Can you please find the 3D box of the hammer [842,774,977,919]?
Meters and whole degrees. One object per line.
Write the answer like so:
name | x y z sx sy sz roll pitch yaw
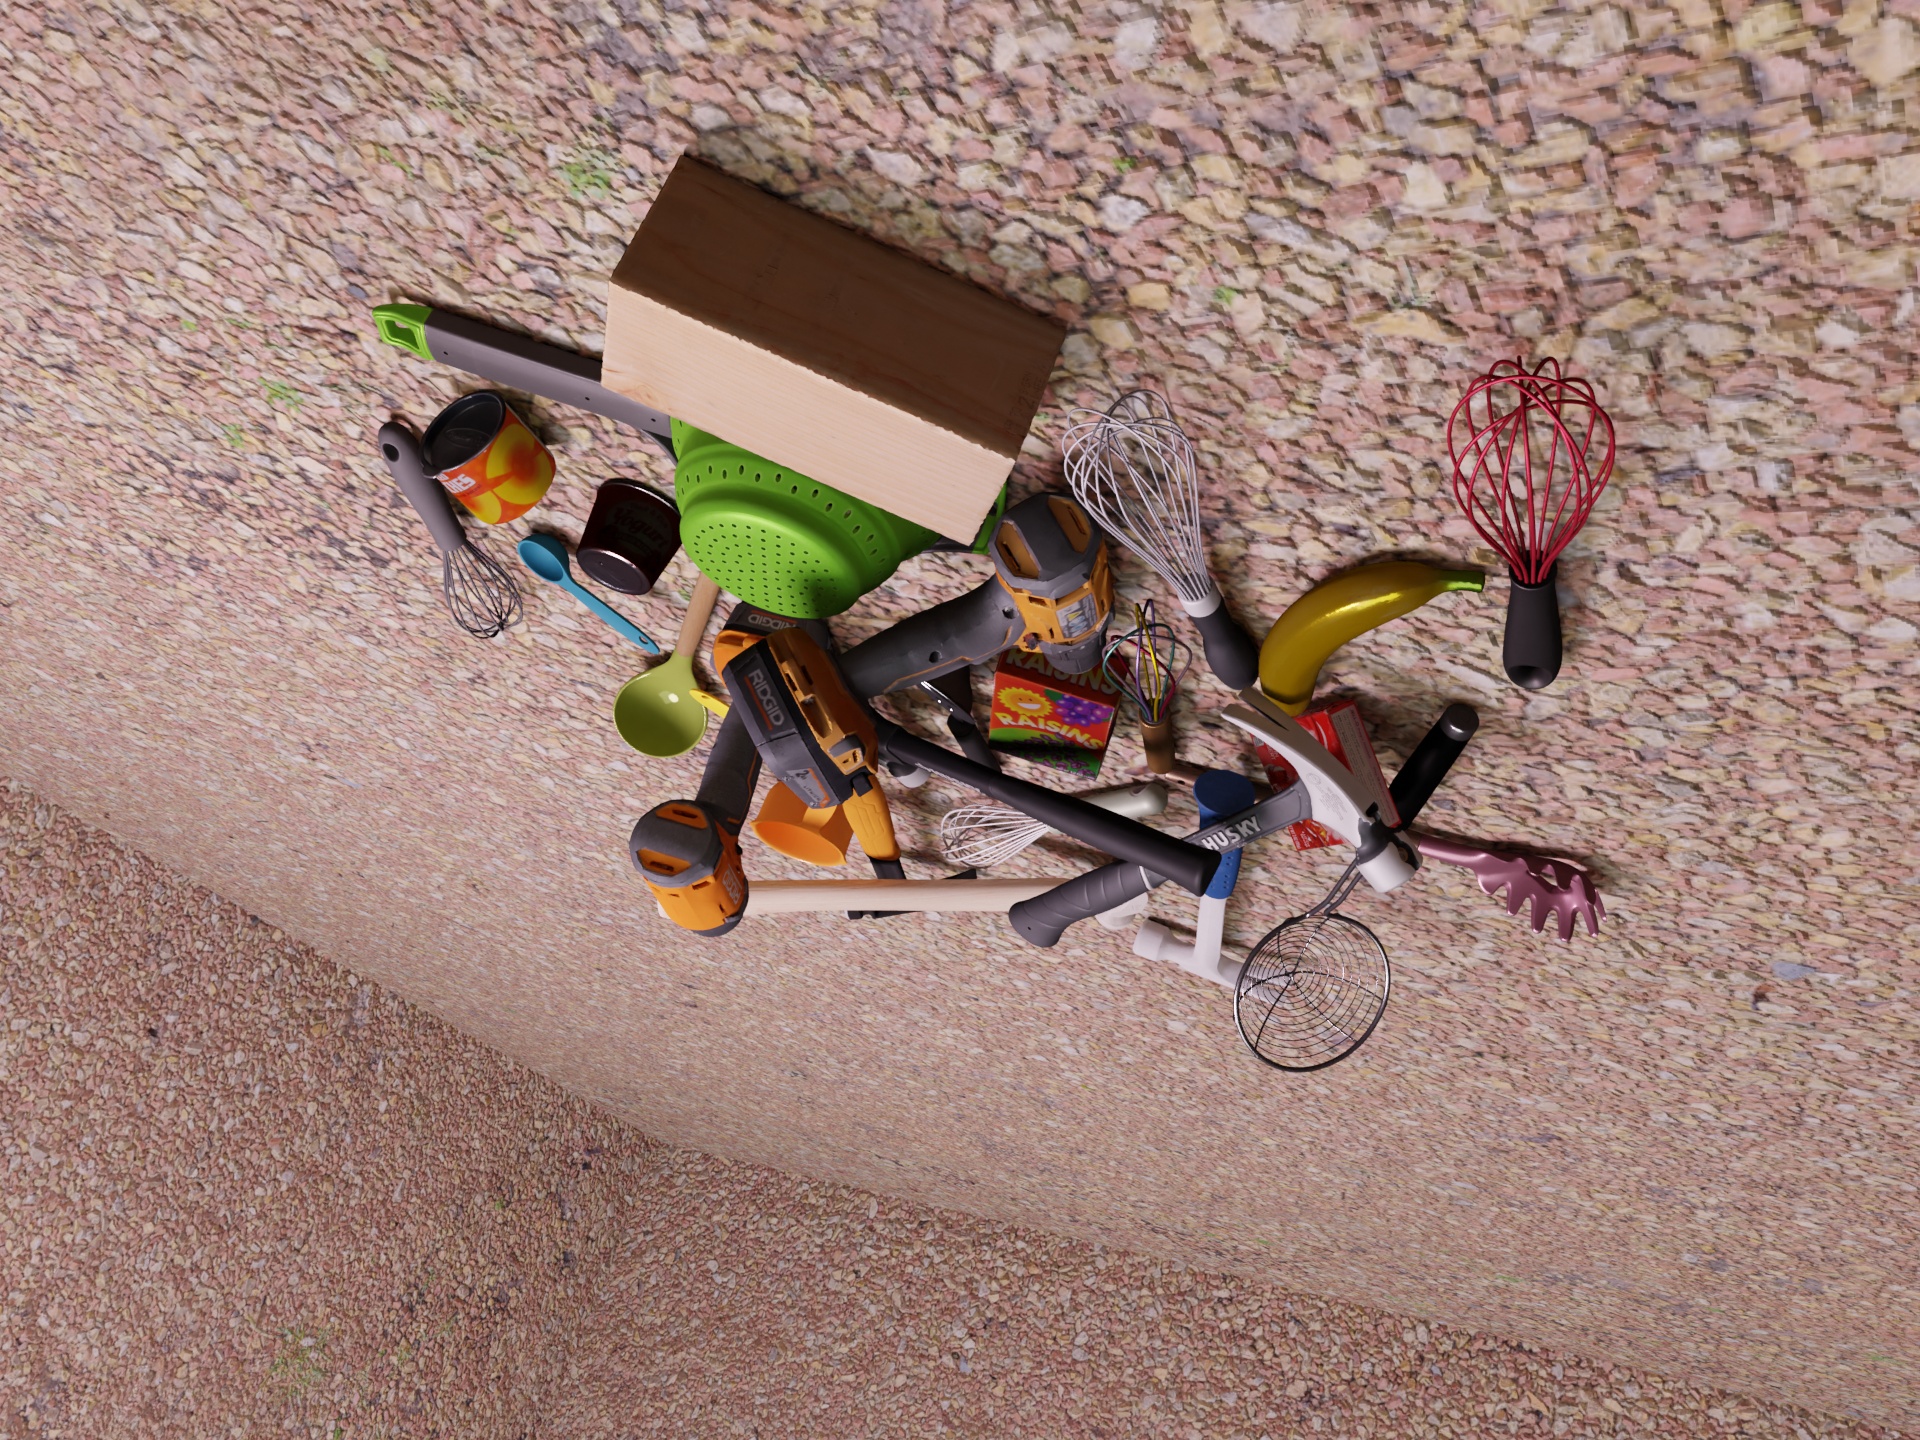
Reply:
hammer | -0.061 0.101 1.338 0.127 0.034 0.336 -8 156 3

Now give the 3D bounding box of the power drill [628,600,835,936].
power drill | -0.160 0.045 1.158 0.084 0.227 0.164 15 154 12

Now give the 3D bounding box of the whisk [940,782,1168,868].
whisk | 0.071 0.082 1.281 0.246 0.058 0.059 -16 107 46

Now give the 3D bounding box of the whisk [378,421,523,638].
whisk | -0.380 -0.136 1.178 0.055 0.055 0.238 13 150 14

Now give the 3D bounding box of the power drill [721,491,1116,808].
power drill | -0.010 -0.035 0.947 0.226 0.084 0.185 -29 160 0

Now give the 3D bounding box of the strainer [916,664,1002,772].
strainer | -0.002 -0.004 1.169 0.087 0.050 0.258 36 169 26

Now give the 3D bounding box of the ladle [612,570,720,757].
ladle | -0.207 -0.055 1.199 0.078 0.062 0.320 22 152 -9

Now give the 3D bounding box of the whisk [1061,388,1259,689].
whisk | 0.126 -0.087 0.893 0.070 0.070 0.284 5 156 29

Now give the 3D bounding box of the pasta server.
pasta server | 0.297 0.085 1.129 0.316 0.040 0.060 16 145 11

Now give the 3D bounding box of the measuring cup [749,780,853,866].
measuring cup | -0.126 0.074 1.401 0.095 0.052 0.173 24 153 -8

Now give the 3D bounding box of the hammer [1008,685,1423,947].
hammer | 0.140 0.098 1.121 0.149 0.036 0.409 50 147 -3

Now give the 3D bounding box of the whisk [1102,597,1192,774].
whisk | 0.125 -0.009 1.038 0.047 0.051 0.244 45 172 22

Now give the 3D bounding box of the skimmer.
skimmer | 0.284 0.127 1.094 0.127 0.090 0.363 -3 145 -13

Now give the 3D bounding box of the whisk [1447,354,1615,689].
whisk | 0.282 -0.084 0.786 0.073 0.073 0.295 8 159 23

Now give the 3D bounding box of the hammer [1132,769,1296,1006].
hammer | 0.208 0.139 1.266 0.144 0.035 0.405 20 158 15

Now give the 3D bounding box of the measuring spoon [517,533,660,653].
measuring spoon | -0.270 -0.096 1.178 0.128 0.021 0.042 39 148 -13

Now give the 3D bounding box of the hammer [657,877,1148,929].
hammer | -0.048 0.144 1.336 0.410 0.038 0.146 -1 159 -2

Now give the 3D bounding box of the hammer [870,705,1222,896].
hammer | 0.039 0.049 1.109 0.335 0.035 0.146 21 166 39

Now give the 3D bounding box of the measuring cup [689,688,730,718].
measuring cup | -0.156 -0.002 1.272 0.062 0.029 0.156 -5 153 40

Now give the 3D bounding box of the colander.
colander | -0.175 -0.151 0.935 0.397 0.095 0.204 18 155 4
